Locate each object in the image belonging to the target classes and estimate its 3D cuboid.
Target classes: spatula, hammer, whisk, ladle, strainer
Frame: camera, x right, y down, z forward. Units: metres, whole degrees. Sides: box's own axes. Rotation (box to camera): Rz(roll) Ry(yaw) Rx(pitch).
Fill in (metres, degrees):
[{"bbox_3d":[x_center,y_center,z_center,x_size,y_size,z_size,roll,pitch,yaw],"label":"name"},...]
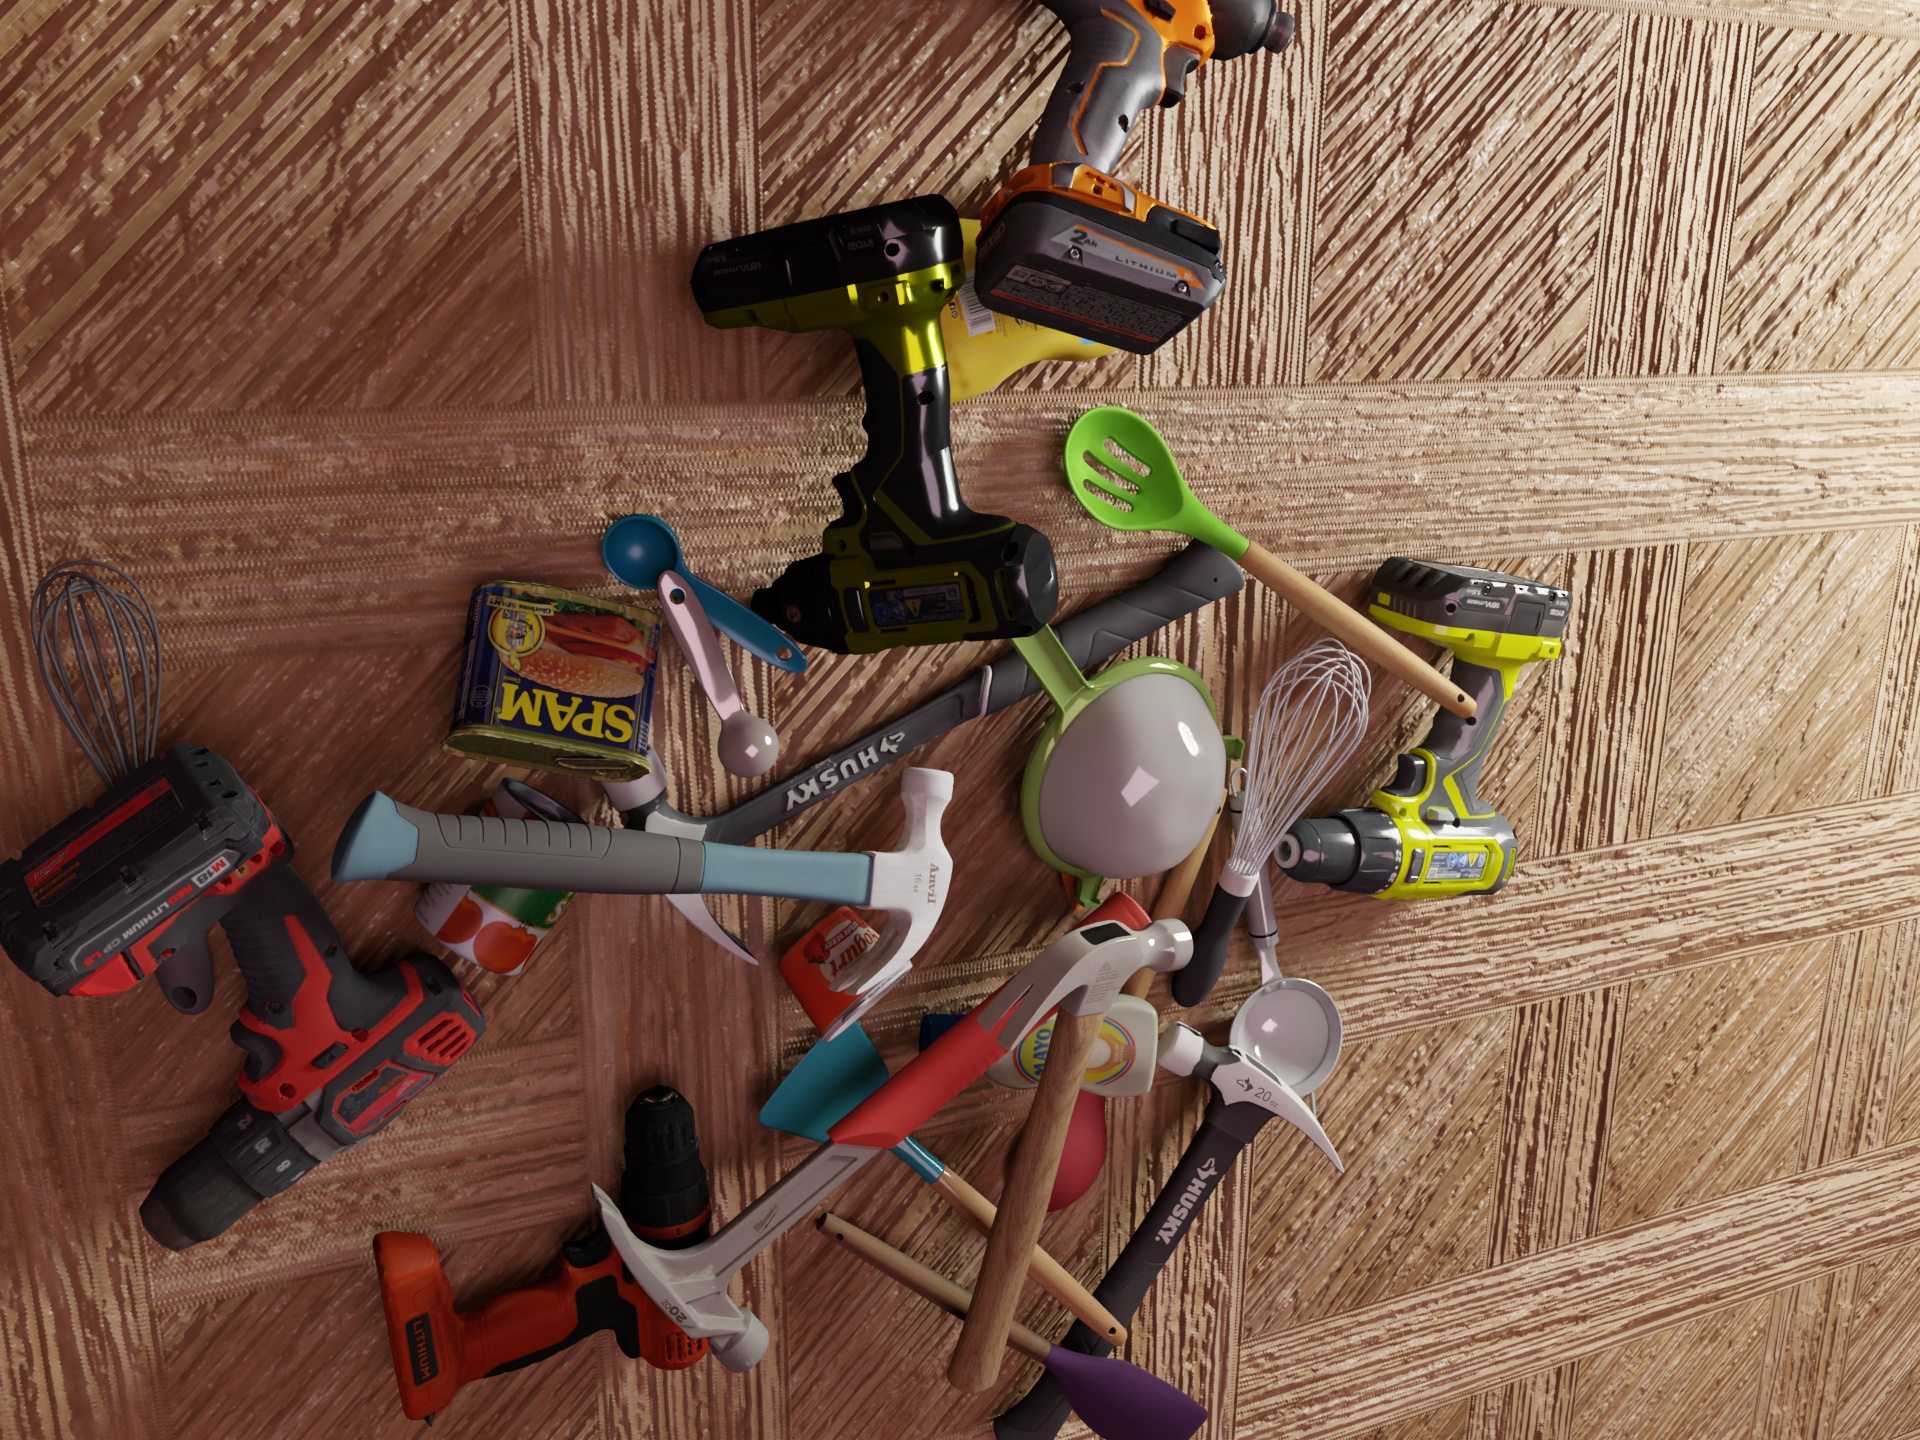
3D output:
[{"bbox_3d":[0.034,0.406,1.049,0.315,0.018,0.060,36,100,-16],"label":"spatula"},{"bbox_3d":[-0.035,0.216,0.935,0.359,0.037,0.149,-38,115,-13],"label":"hammer"},{"bbox_3d":[0.188,0.073,1.010,0.070,0.070,0.284,2,123,-25],"label":"whisk"},{"bbox_3d":[0.004,0.309,1.012,0.317,0.044,0.082,45,80,-17],"label":"spatula"},{"bbox_3d":[0.124,0.376,1.084,0.146,0.035,0.335,29,98,-6],"label":"hammer"},{"bbox_3d":[0.112,0.189,1.055,0.069,0.031,0.315,20,94,-30],"label":"ladle"},{"bbox_3d":[0.208,0.153,1.081,0.087,0.050,0.258,-15,105,-15],"label":"strainer"},{"bbox_3d":[0.043,0.271,0.964,0.130,0.031,0.331,-1,114,-38],"label":"hammer"},{"bbox_3d":[-0.001,-0.003,0.942,0.409,0.036,0.149,-28,116,-15],"label":"hammer"},{"bbox_3d":[-0.150,0.073,0.823,0.330,0.033,0.128,8,83,-32],"label":"hammer"},{"bbox_3d":[0.092,0.011,0.934,0.151,0.069,0.256,-45,134,-7],"label":"strainer"},{"bbox_3d":[-0.396,0.039,0.769,0.055,0.055,0.238,-13,114,-21],"label":"whisk"}]

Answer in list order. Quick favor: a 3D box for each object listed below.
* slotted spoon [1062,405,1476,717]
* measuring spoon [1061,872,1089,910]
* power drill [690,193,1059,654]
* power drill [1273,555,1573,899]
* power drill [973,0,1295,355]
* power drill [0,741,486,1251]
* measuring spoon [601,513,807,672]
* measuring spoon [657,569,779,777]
[{"bbox_3d":[0.190,-0.087,0.966,0.313,0.031,0.070,32,77,-12],"label":"slotted spoon"},{"bbox_3d":[0.065,0.070,1.009,0.021,0.011,0.116,-27,118,-28],"label":"measuring spoon"},{"bbox_3d":[-0.053,-0.144,0.823,0.080,0.171,0.223,-46,128,-59],"label":"power drill"},{"bbox_3d":[0.308,0.012,1.062,0.190,0.080,0.228,3,105,-30],"label":"power drill"},{"bbox_3d":[0.095,-0.315,0.832,0.164,0.084,0.226,12,77,-18],"label":"power drill"},{"bbox_3d":[-0.360,0.144,0.770,0.188,0.080,0.226,-40,133,-17],"label":"power drill"},{"bbox_3d":[-0.134,-0.068,0.857,0.128,0.021,0.042,36,115,-16],"label":"measuring spoon"},{"bbox_3d":[-0.130,-0.023,0.848,0.034,0.018,0.124,-29,110,-17],"label":"measuring spoon"}]
